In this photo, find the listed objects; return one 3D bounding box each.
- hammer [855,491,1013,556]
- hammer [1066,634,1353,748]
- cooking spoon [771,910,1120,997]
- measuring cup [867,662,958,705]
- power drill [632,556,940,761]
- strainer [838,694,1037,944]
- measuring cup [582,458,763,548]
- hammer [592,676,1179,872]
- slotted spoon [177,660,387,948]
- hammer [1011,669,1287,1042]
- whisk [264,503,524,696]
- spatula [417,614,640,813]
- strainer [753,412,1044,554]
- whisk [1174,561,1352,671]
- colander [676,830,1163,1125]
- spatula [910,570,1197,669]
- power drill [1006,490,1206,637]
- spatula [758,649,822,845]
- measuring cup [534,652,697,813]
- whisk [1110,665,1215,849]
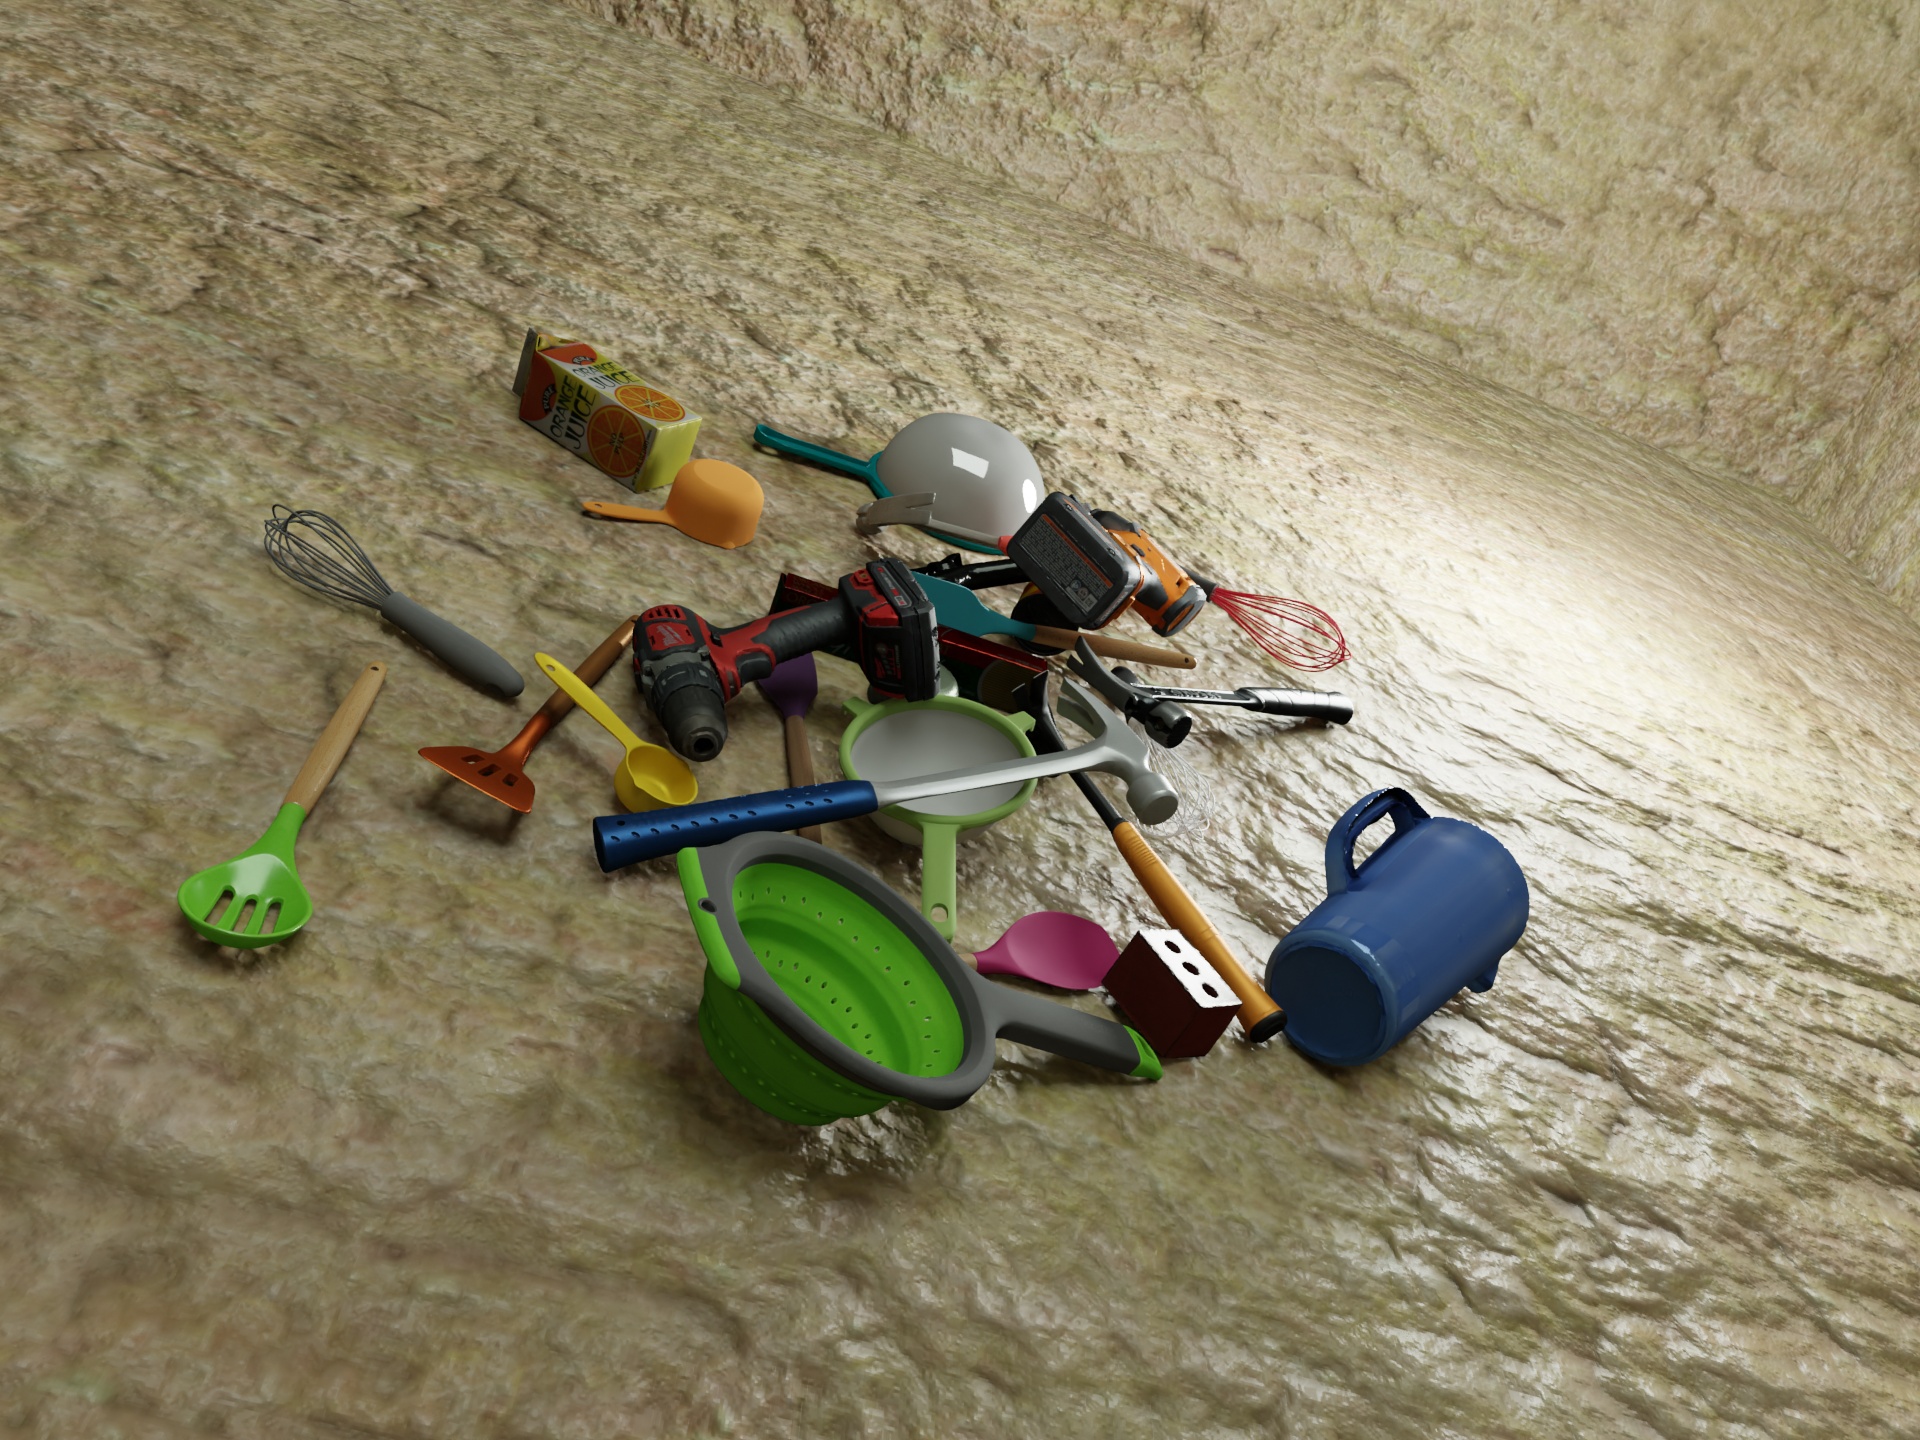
[{"bbox_3d":[0.079,-0.172,1.629,0.358,0.037,0.149,12,-3,-30],"label":"hammer"},{"bbox_3d":[0.261,-0.022,1.520,0.408,0.036,0.149,2,29,-49],"label":"hammer"},{"bbox_3d":[-0.014,0.169,1.087,0.318,0.017,0.069,0,48,-37],"label":"cooking spoon"},{"bbox_3d":[-0.002,-0.004,1.348,0.168,0.038,0.083,33,31,18],"label":"measuring cup"},{"bbox_3d":[-0.132,-0.043,1.209,0.226,0.080,0.188,-12,32,-13],"label":"power drill"},{"bbox_3d":[-0.019,0.084,1.171,0.151,0.069,0.257,5,40,-5],"label":"strainer"},{"bbox_3d":[-0.262,-0.208,1.467,0.173,0.052,0.095,1,37,-39],"label":"measuring cup"},{"bbox_3d":[-0.054,0.048,1.123,0.405,0.035,0.144,-9,42,-21],"label":"hammer"},{"bbox_3d":[-0.405,0.044,0.992,0.070,0.031,0.314,18,29,-13],"label":"slotted spoon"},{"bbox_3d":[0.142,0.106,1.232,0.034,0.127,0.337,-31,57,-7],"label":"hammer"},{"bbox_3d":[-0.418,-0.087,1.172,0.239,0.055,0.055,33,31,7],"label":"whisk"},{"bbox_3d":[-0.290,-0.016,1.156,0.081,0.041,0.323,30,28,-4],"label":"spatula"},{"bbox_3d":[-0.048,-0.290,1.713,0.340,0.095,0.211,15,31,-19],"label":"strainer"},{"bbox_3d":[0.297,-0.132,1.759,0.296,0.073,0.073,29,29,21],"label":"whisk"},{"bbox_3d":[-0.028,0.195,0.986,0.396,0.094,0.205,25,24,-38],"label":"colander"},{"bbox_3d":[0.083,-0.077,1.486,0.317,0.044,0.082,9,77,-27],"label":"spatula"},{"bbox_3d":[0.134,-0.156,1.519,0.164,0.084,0.226,49,21,18],"label":"power drill"},{"bbox_3d":[-0.130,0.016,1.245,0.059,0.018,0.316,12,31,-19],"label":"spatula"},{"bbox_3d":[-0.251,0.013,1.123,0.156,0.029,0.062,43,27,10],"label":"measuring cup"},{"bbox_3d":[0.169,0.021,1.421,0.070,0.070,0.285,15,27,-16],"label":"whisk"}]
